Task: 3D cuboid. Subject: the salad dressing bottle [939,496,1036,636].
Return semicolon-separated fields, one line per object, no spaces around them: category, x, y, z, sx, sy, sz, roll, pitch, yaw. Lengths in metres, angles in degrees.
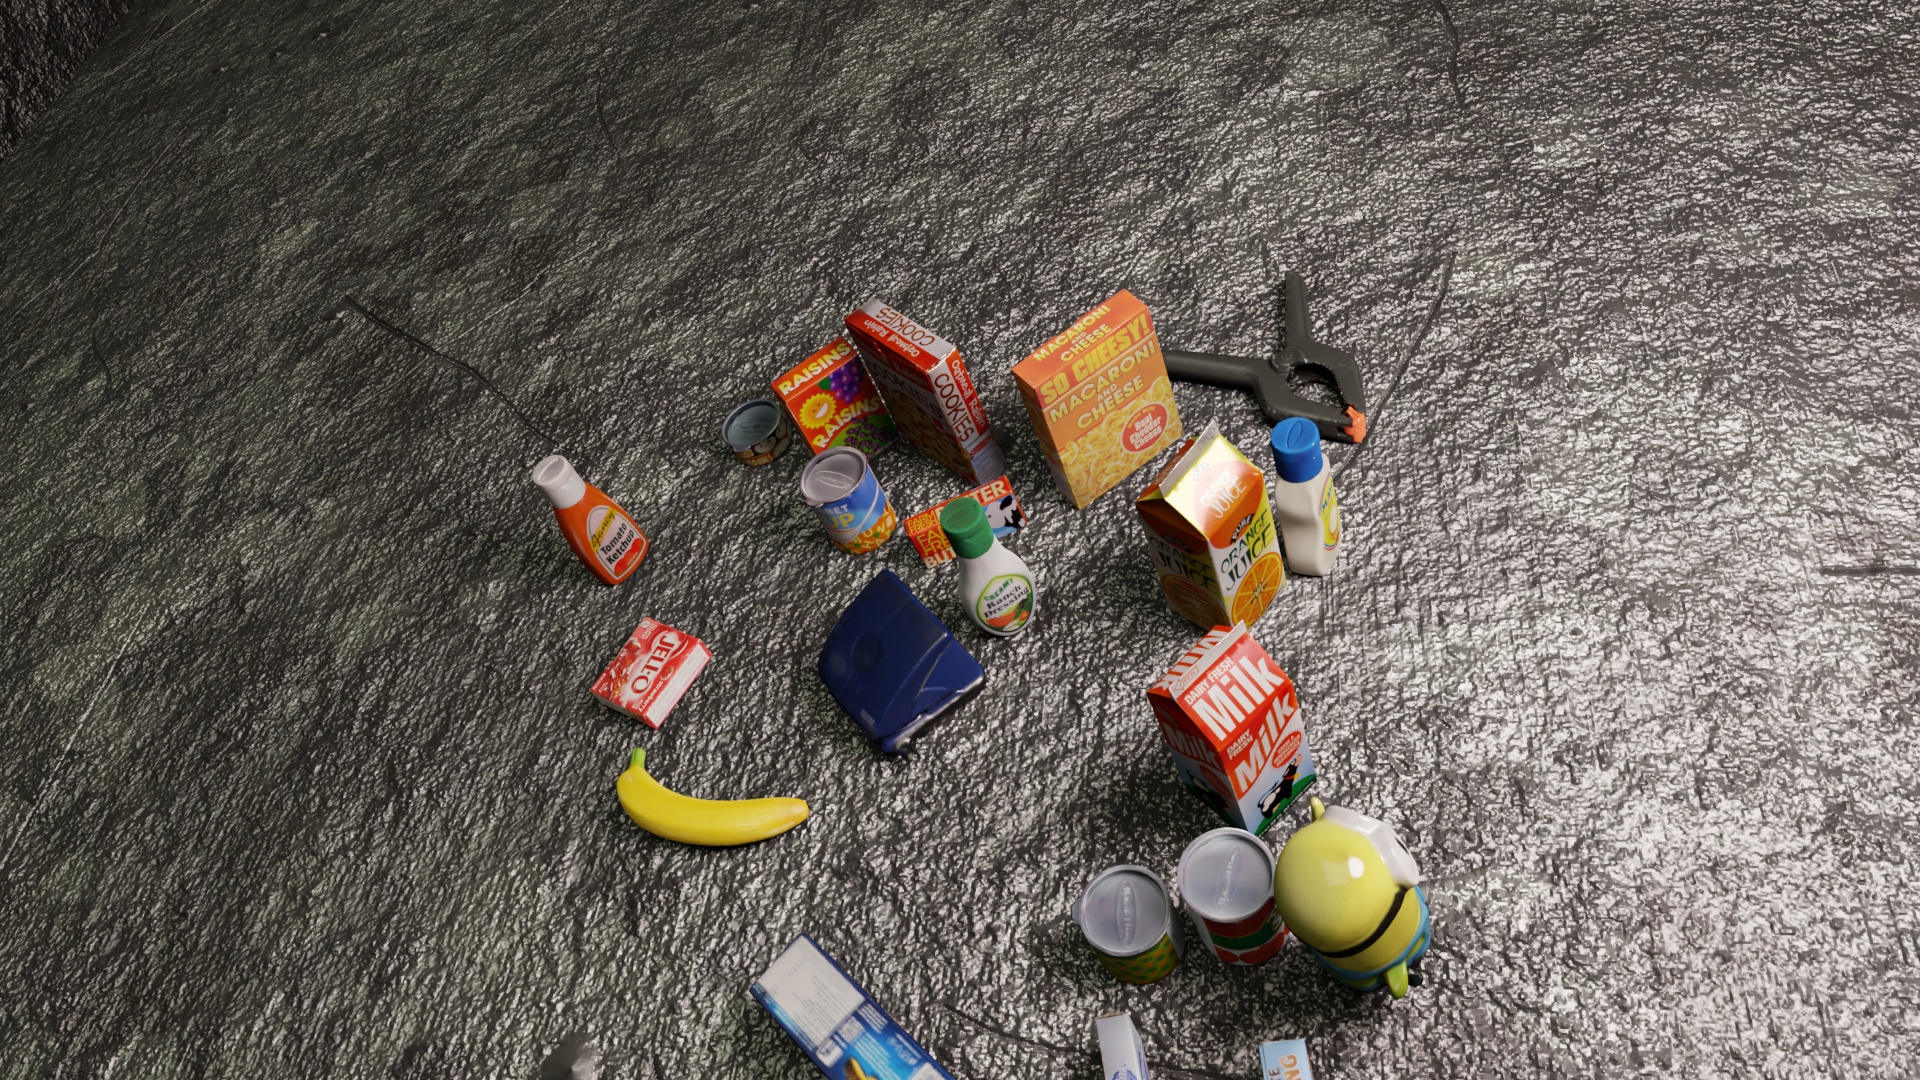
salad dressing bottle;0.021;0.022;1.154;0.064;0.147;0.044;-32;49;-4

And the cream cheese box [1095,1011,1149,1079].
cream cheese box;0.112;0.368;0.905;0.024;0.053;0.104;-16;49;10

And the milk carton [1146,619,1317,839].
milk carton;0.189;0.129;0.974;0.072;0.189;0.073;-41;50;-13

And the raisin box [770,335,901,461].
raisin box;-0.119;-0.125;1.343;0.086;0.123;0.040;-35;49;-7

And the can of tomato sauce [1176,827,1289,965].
can of tomato sauce;0.191;0.245;0.952;0.071;0.082;0.071;-11;50;13

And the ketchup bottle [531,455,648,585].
ketchup bottle;-0.359;-0.022;1.338;0.043;0.148;0.065;17;61;32

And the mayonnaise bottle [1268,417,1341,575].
mayonnaise bottle;0.274;-0.036;1.102;0.041;0.147;0.065;9;57;27

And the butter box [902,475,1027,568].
butter box;0.004;-0.016;1.254;0.103;0.053;0.024;-24;48;2

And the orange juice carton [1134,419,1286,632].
orange juice carton;0.193;-0.008;1.081;0.073;0.191;0.072;29;68;36

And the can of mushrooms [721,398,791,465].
can of mushrooms;-0.210;-0.109;1.426;0.071;0.033;0.071;-11;50;13

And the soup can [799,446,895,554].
soup can;-0.105;-0.034;1.292;0.071;0.083;0.072;-11;50;13

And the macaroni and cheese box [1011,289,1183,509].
macaroni and cheese box;0.122;-0.121;1.217;0.124;0.165;0.040;-36;49;-9

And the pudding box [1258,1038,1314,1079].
pudding box;0.211;0.362;0.873;0.030;0.049;0.084;-12;50;13

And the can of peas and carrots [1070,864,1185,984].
can of peas and carrots;0.119;0.271;0.977;0.071;0.058;0.071;-11;50;13

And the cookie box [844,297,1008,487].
cookie box;-0.031;-0.134;1.286;0.040;0.166;0.123;-43;50;-14
